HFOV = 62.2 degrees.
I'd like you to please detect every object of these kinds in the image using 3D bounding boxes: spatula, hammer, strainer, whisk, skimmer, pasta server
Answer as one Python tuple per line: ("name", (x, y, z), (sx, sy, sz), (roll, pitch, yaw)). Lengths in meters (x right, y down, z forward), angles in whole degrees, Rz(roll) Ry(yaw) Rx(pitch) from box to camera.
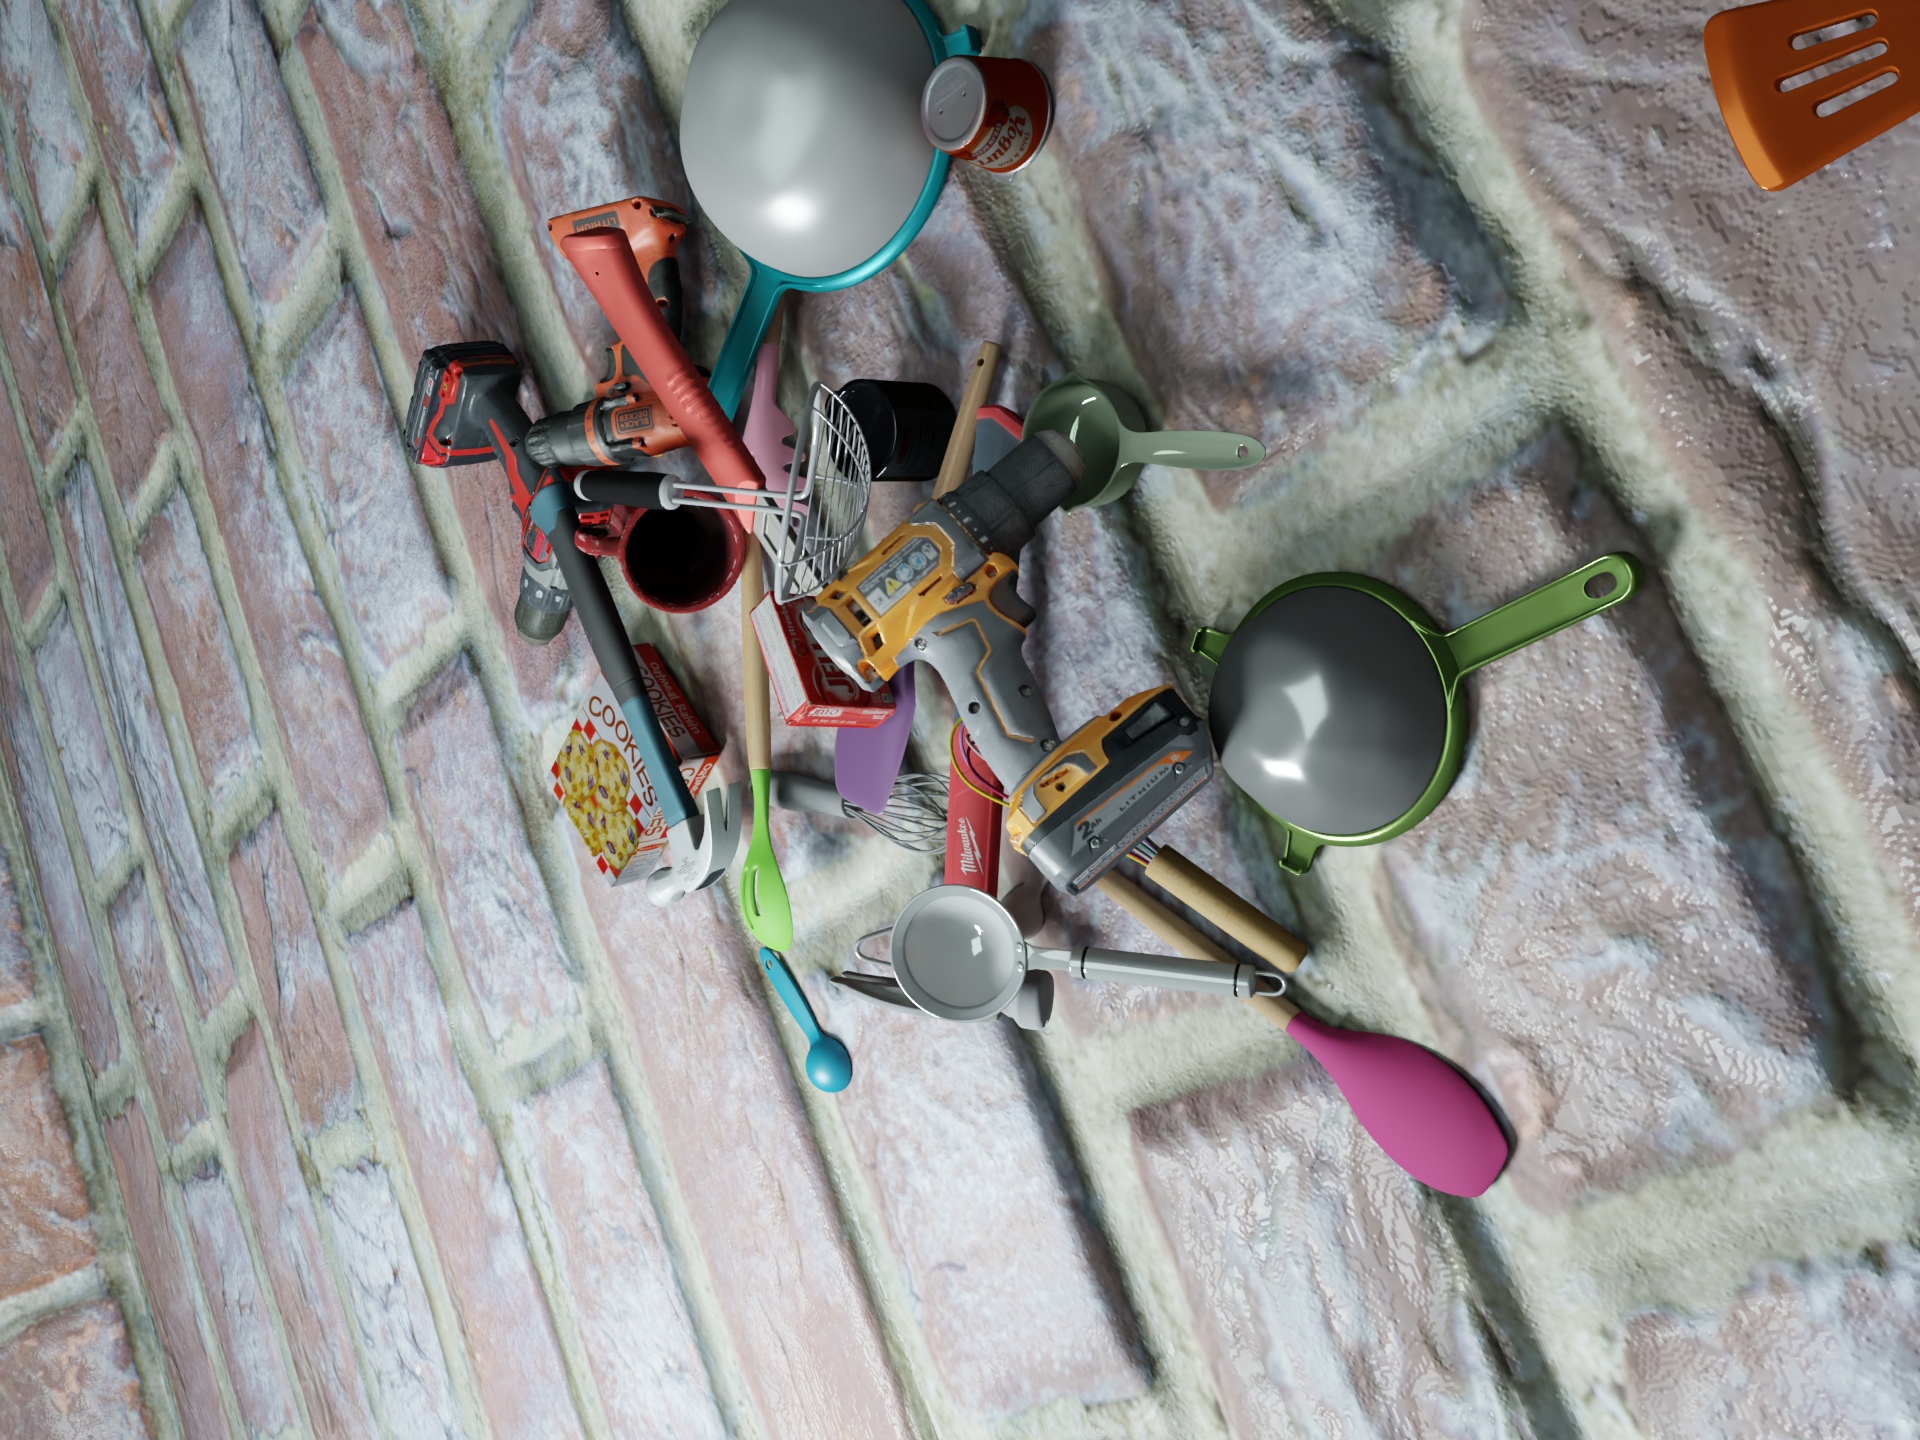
("spatula", (0.441, -0.299, 0.569), (0.322, 0.041, 0.081), (-21, 82, 43))
("hammer", (-0.256, -0.027, 1.218), (0.128, 0.033, 0.331), (-30, 81, 44))
("strainer", (0.064, 0.143, 0.942), (0.258, 0.050, 0.087), (4, 100, 21))
("whisk", (0.094, 0.071, 0.928), (0.245, 0.047, 0.051), (35, 151, 15))
("hammer", (-0.165, -0.175, 1.094), (0.149, 0.037, 0.359), (-28, 98, 40))
("strainer", (-0.138, -0.335, 1.047), (0.211, 0.095, 0.340), (36, 114, 25))
("hammer", (-0.002, -0.003, 1.004), (0.143, 0.038, 0.386), (5, 95, 16))
("whisk", (-0.078, 0.055, 1.122), (0.239, 0.055, 0.055), (6, 101, 48))
("skimmer", (-0.175, -0.148, 1.004), (0.363, 0.090, 0.127), (13, 94, 48))
("spatula", (-0.027, -0.090, 1.030), (0.060, 0.018, 0.316), (27, 107, 33))
("strainer", (0.218, -0.021, 0.808), (0.256, 0.069, 0.151), (-30, 76, 44))
("pasta server", (-0.127, -0.293, 1.125), (0.060, 0.040, 0.316), (15, 103, 41))

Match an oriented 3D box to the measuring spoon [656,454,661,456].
("measuring spoon", (-0.275, -0.234, 1.287), (0.117, 0.011, 0.021), (24, 129, 35))

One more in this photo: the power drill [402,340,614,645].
("power drill", (-0.382, -0.192, 1.352), (0.227, 0.080, 0.187), (48, 132, 22))

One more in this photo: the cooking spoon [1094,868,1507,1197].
("cooking spoon", (0.172, 0.159, 0.918), (0.319, 0.017, 0.068), (37, 119, 33))

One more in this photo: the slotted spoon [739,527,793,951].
("slotted spoon", (-0.148, 0.011, 1.161), (0.070, 0.031, 0.314), (-20, 71, 61))

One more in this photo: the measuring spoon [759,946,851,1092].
("measuring spoon", (-0.126, 0.228, 1.212), (0.129, 0.021, 0.042), (55, 129, 21))

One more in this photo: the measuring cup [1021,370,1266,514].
("measuring cup", (0.110, -0.157, 0.913), (0.168, 0.038, 0.083), (11, 105, 40))

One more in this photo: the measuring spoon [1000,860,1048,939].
("measuring spoon", (0.050, 0.090, 1.023), (0.034, 0.018, 0.124), (38, 120, 33))

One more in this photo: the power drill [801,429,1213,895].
("power drill", (0.046, -0.040, 0.889), (0.185, 0.084, 0.226), (-42, 73, 0))
